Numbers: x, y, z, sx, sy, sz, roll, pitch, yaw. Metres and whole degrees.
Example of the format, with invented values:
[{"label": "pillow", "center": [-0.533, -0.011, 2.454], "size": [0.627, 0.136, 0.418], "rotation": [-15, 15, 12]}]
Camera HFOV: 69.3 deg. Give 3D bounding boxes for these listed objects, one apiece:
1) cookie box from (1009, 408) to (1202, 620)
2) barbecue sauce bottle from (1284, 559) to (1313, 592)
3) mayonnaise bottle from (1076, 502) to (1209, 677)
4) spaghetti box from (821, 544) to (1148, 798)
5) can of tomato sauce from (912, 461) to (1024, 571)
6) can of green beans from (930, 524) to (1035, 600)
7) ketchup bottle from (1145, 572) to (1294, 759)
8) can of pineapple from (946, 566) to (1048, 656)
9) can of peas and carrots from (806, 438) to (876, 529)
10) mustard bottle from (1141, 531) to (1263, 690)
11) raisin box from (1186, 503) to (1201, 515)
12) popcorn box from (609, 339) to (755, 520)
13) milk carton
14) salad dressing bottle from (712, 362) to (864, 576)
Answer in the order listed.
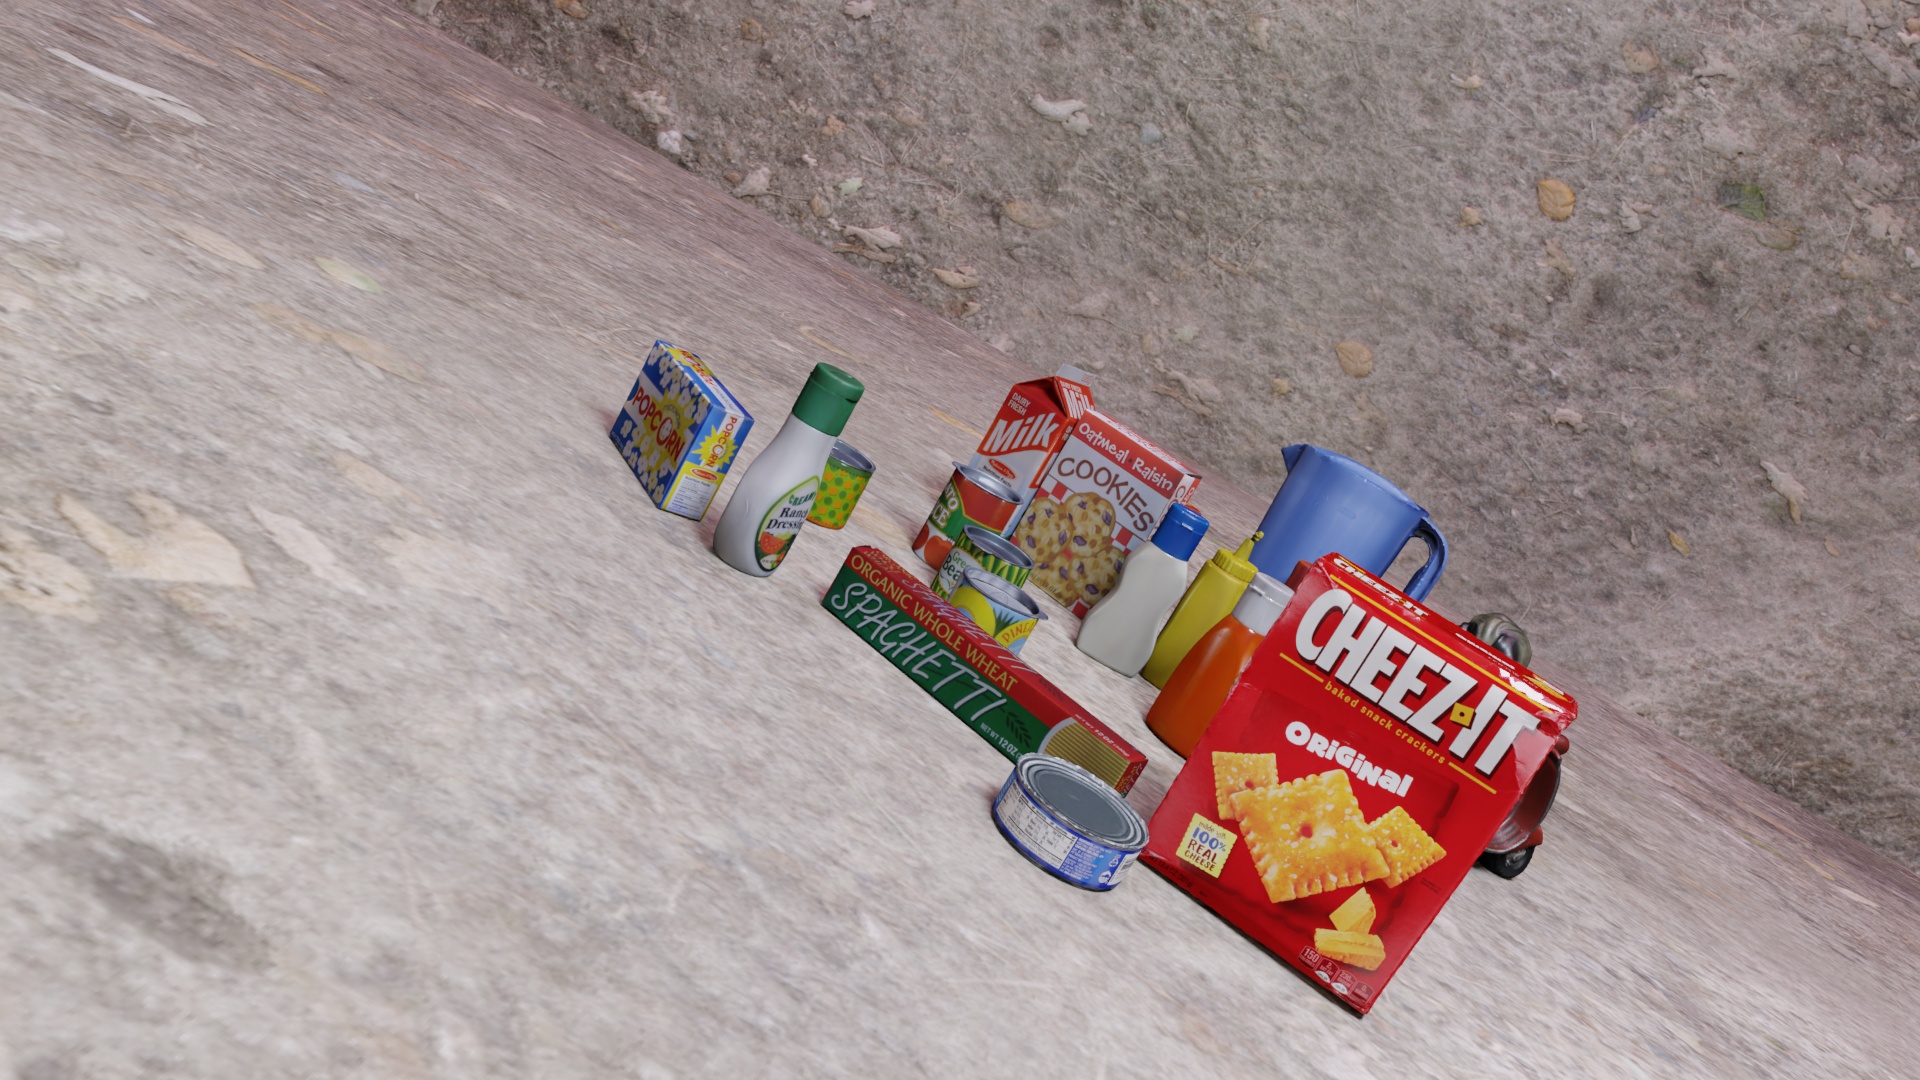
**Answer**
[{"label": "cookie box", "center": [0.129, -0.021, 1.291], "size": [0.123, 0.167, 0.040], "rotation": [37, 15, 30]}, {"label": "barbecue sauce bottle", "center": [0.282, 0.088, 1.250], "size": [0.065, 0.148, 0.044], "rotation": [18, 17, -41]}, {"label": "mayonnaise bottle", "center": [0.158, 0.040, 1.174], "size": [0.065, 0.147, 0.041], "rotation": [30, 13, 0]}, {"label": "spaghetti box", "center": [0.009, 0.088, 0.902], "size": [0.250, 0.050, 0.029], "rotation": [36, 15, 27]}, {"label": "can of tomato sauce", "center": [0.004, -0.015, 1.196], "size": [0.071, 0.083, 0.071], "rotation": [28, 13, -7]}, {"label": "can of green beans", "center": [0.018, 0.028, 1.120], "size": [0.071, 0.057, 0.071], "rotation": [28, 13, -7]}, {"label": "ketchup bottle", "center": [0.203, 0.095, 1.061], "size": [0.043, 0.148, 0.065], "rotation": [16, 18, -45]}, {"label": "can of pineapple", "center": [0.019, 0.061, 1.002], "size": [0.071, 0.057, 0.071], "rotation": [28, 13, -7]}, {"label": "can of peas and carrots", "center": [-0.113, -0.050, 1.136], "size": [0.071, 0.058, 0.071], "rotation": [28, 13, -7]}, {"label": "mustard bottle", "center": [0.215, 0.058, 1.198], "size": [0.049, 0.160, 0.065], "rotation": [34, 13, 17]}, {"label": "raisin box", "center": [0.176, 0.009, 1.373], "size": [0.040, 0.123, 0.086], "rotation": [39, 16, 36]}, {"label": "popcorn box", "center": [-0.204, -0.081, 1.006], "size": [0.038, 0.085, 0.127], "rotation": [19, 17, -39]}, {"label": "milk carton", "center": [0.068, -0.083, 1.343], "size": [0.073, 0.190, 0.072], "rotation": [37, 15, 28]}, {"label": "salad dressing bottle", "center": [-0.114, -0.048, 0.934], "size": [0.044, 0.147, 0.064], "rotation": [35, 14, 23]}]
